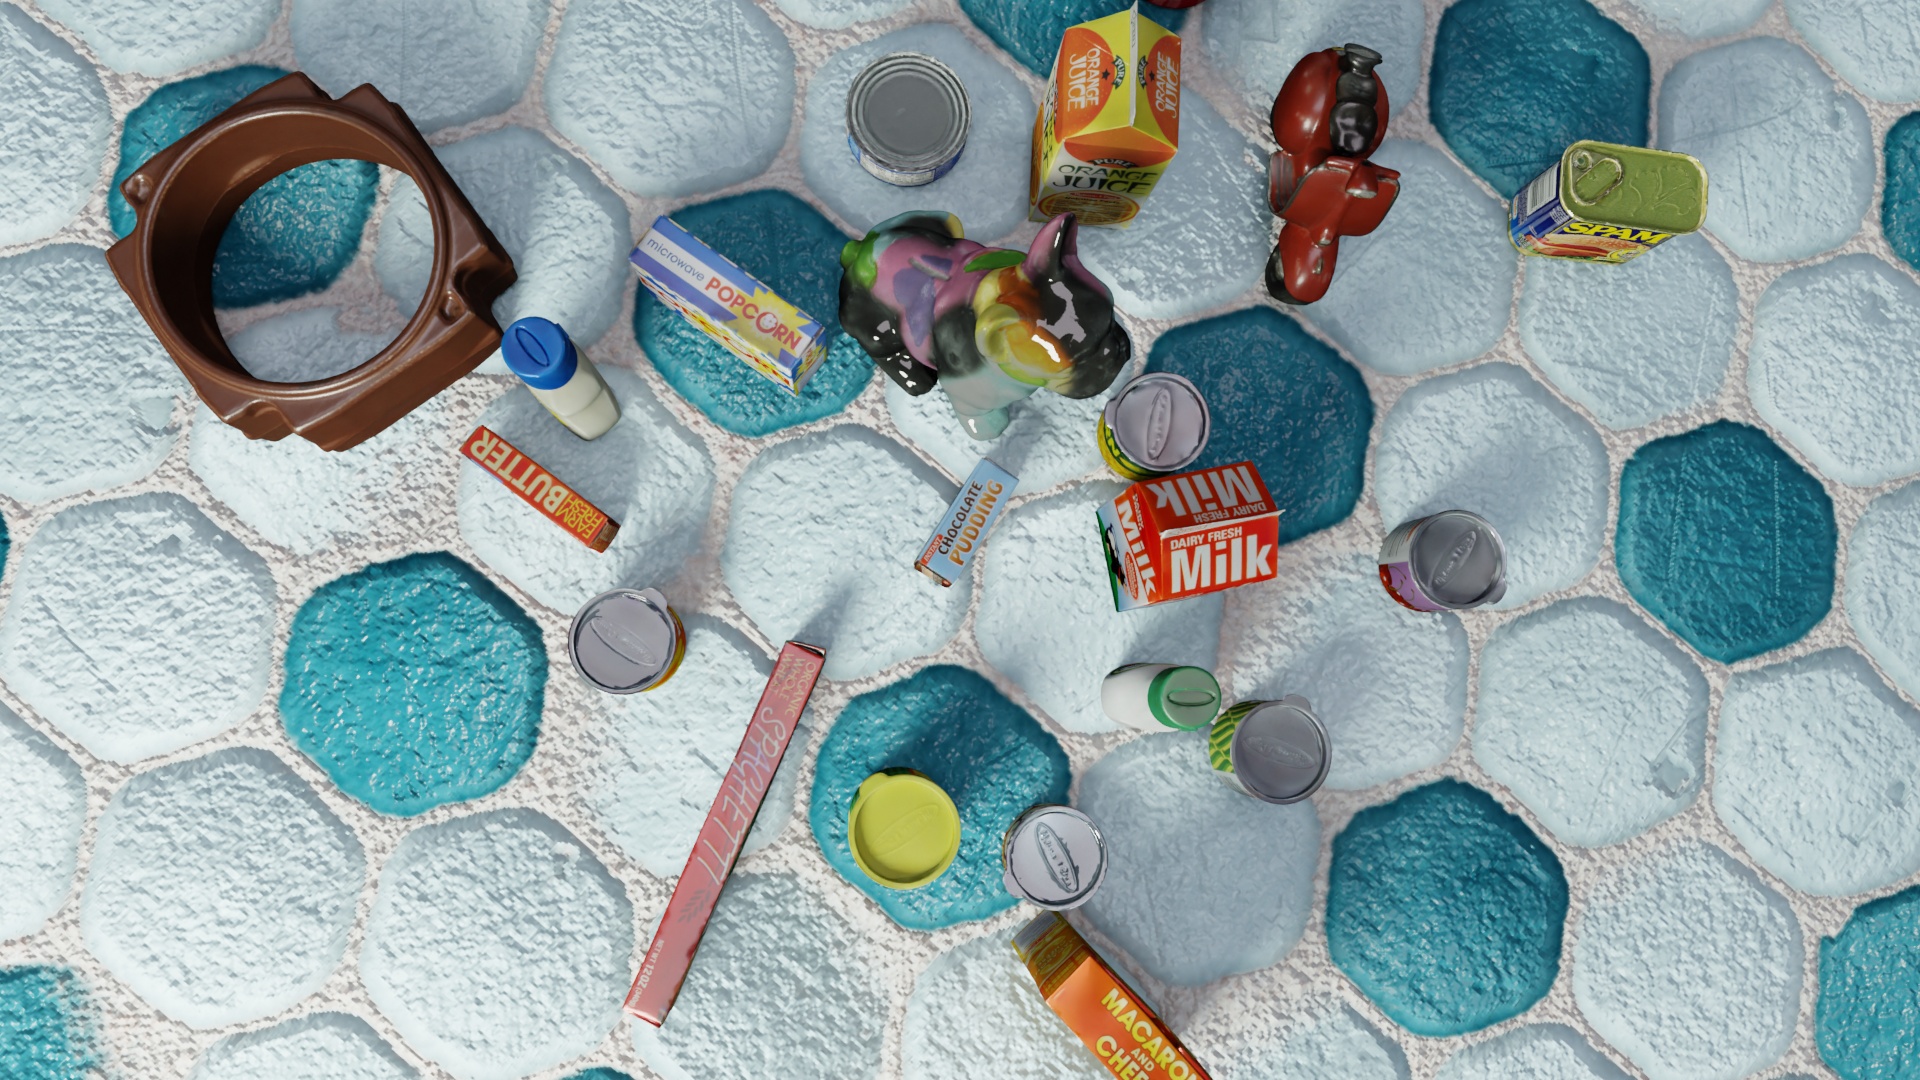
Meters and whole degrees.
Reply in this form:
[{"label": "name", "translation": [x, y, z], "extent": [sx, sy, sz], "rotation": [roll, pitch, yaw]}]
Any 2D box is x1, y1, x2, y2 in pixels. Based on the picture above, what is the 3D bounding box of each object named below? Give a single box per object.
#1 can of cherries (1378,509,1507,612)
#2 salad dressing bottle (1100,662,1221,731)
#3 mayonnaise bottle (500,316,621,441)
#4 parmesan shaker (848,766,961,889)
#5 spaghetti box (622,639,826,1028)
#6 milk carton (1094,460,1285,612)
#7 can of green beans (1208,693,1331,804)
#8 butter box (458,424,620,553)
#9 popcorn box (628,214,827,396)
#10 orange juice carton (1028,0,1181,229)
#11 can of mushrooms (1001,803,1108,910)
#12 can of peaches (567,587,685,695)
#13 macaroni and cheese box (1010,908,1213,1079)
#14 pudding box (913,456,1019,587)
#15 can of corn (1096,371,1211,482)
[{"label": "can of cherries", "translation": [0.325, 0.017, 0.935], "extent": [0.071, 0.058, 0.071], "rotation": [1, 84, -5]}, {"label": "salad dressing bottle", "translation": [0.126, 0.097, 0.864], "extent": [0.064, 0.147, 0.044], "rotation": [1, 84, -5]}, {"label": "mayonnaise bottle", "translation": [-0.247, -0.102, 0.854], "extent": [0.041, 0.148, 0.065], "rotation": [-39, 89, -7]}, {"label": "parmesan shaker", "translation": [-0.038, 0.173, 0.864], "extent": [0.071, 0.103, 0.071], "rotation": [1, 84, -5]}, {"label": "spaghetti box", "translation": [-0.146, 0.180, 0.881], "extent": [0.029, 0.050, 0.250], "rotation": [24, 82, -2]}, {"label": "milk carton", "translation": [0.139, -0.001, 0.855], "extent": [0.072, 0.190, 0.073], "rotation": [-11, 85, -6]}, {"label": "can of green beans", "translation": [0.202, 0.138, 0.911], "extent": [0.071, 0.057, 0.071], "rotation": [1, 84, -5]}, {"label": "butter box", "translation": [-0.268, -0.032, 0.893], "extent": [0.103, 0.053, 0.024], "rotation": [37, 83, 0]}, {"label": "popcorn box", "translation": [-0.148, -0.150, 0.900], "extent": [0.127, 0.085, 0.038], "rotation": [35, 83, 0]}, {"label": "orange juice carton", "translation": [0.092, -0.263, 0.879], "extent": [0.073, 0.192, 0.072], "rotation": [4, 84, -4]}, {"label": "can of mushrooms", "translation": [0.059, 0.206, 0.904], "extent": [0.071, 0.033, 0.071], "rotation": [1, 84, -5]}, {"label": "can of peaches", "translation": [-0.209, 0.063, 0.884], "extent": [0.071, 0.058, 0.071], "rotation": [1, 84, -5]}, {"label": "macaroni and cheese box", "translation": [0.093, 0.287, 0.831], "extent": [0.040, 0.166, 0.124], "rotation": [-43, 89, -7]}, {"label": "pudding box", "translation": [0.003, -0.011, 0.915], "extent": [0.030, 0.049, 0.084], "rotation": [33, 82, -1]}, {"label": "can of corn", "translation": [0.125, -0.075, 0.929], "extent": [0.071, 0.058, 0.071], "rotation": [1, 84, -5]}]
